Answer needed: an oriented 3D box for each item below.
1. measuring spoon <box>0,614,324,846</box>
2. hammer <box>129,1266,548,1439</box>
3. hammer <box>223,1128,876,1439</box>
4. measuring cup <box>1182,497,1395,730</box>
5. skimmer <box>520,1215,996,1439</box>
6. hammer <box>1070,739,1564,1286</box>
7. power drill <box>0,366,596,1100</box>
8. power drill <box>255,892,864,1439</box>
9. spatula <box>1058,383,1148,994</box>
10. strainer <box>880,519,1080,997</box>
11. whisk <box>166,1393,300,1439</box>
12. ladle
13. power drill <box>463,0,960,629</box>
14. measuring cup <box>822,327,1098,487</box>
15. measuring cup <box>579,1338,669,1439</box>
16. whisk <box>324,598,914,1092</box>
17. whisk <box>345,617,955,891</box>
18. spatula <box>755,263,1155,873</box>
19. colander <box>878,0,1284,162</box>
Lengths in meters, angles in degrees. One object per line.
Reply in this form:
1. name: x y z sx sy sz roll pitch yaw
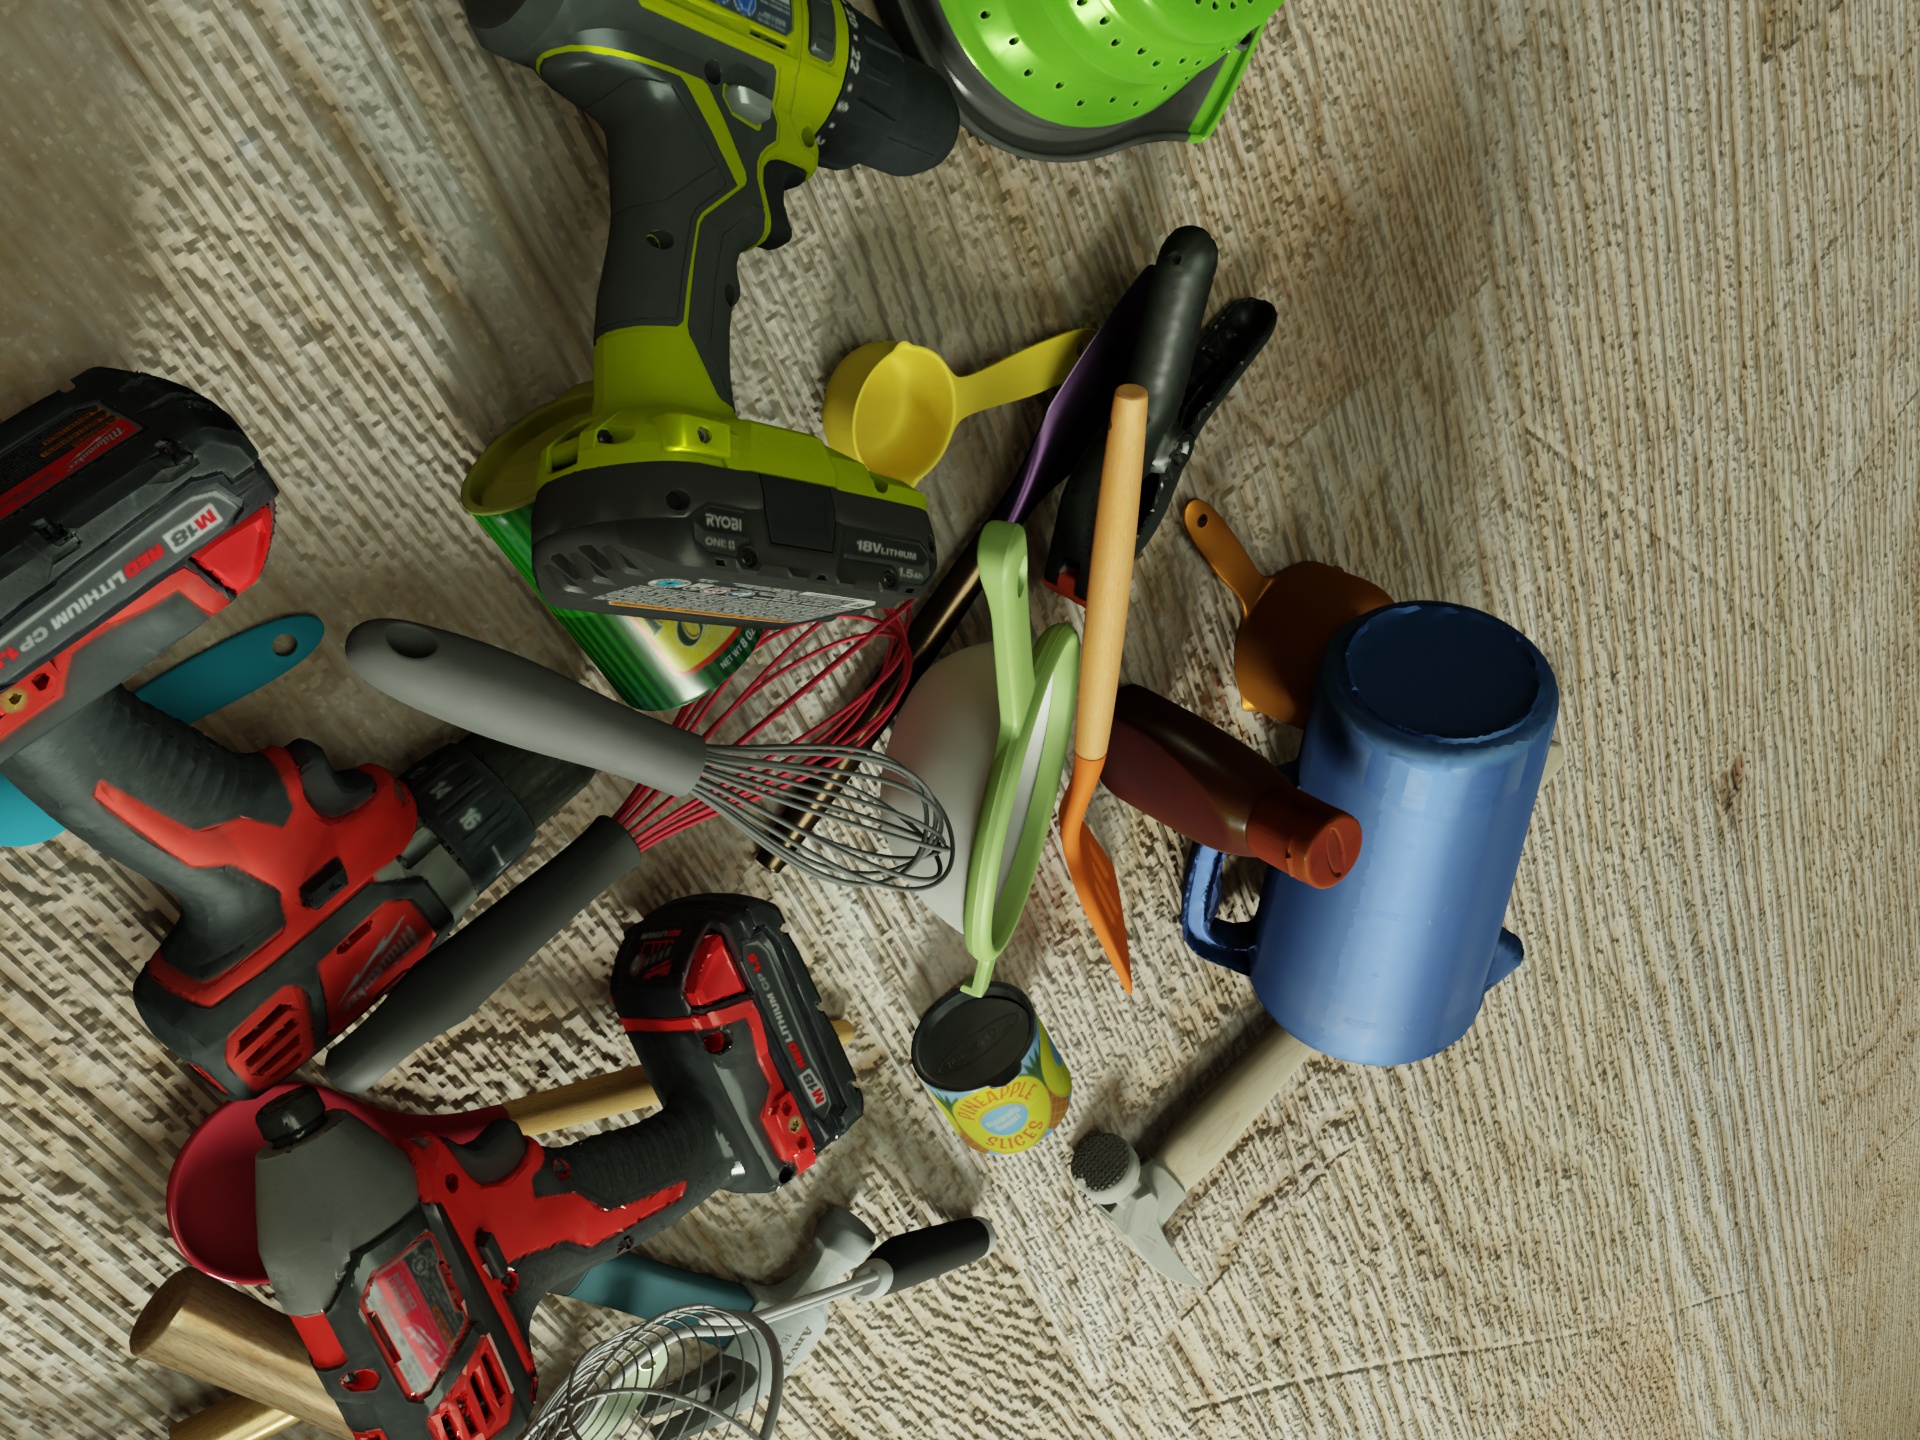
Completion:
1. measuring spoon: -0.270 0.001 0.529 0.128 0.021 0.042 -34 126 -22
2. hammer: -0.187 0.311 0.660 0.331 0.031 0.130 41 88 -30
3. hammer: -0.178 0.233 0.694 0.330 0.033 0.128 38 84 -41
4. measuring cup: 0.171 -0.056 0.816 0.095 0.052 0.173 -54 133 -5
5. skimmer: -0.059 0.284 0.695 0.127 0.090 0.363 -32 160 19
6. hammer: 0.237 0.164 0.976 0.410 0.038 0.146 -45 131 -13
7. power drill: -0.220 -0.001 0.519 0.188 0.080 0.226 -44 140 -25
8. power drill: -0.150 0.158 0.597 0.219 0.078 0.143 -33 104 -43
9. spatula: 0.069 -0.005 0.709 0.041 0.081 0.322 0 132 -3
10. strainer: -0.001 -0.002 0.651 0.256 0.069 0.152 83 23 -59
11. whisk: -0.321 0.297 0.608 0.245 0.047 0.051 -21 136 -33
12. ladle: -0.164 0.158 0.652 0.315 0.031 0.069 -5 87 -45
13. power drill: -0.068 -0.151 0.538 0.190 0.080 0.228 3 81 -47
14. measuring cup: 0.003 -0.145 0.677 0.156 0.029 0.062 -29 128 -39
15. measuring cup: -0.168 0.343 0.712 0.083 0.038 0.167 19 116 -29
16. whisk: -0.114 0.033 0.599 0.296 0.073 0.073 -43 131 -33
17. whisk: -0.094 0.012 0.546 0.238 0.055 0.055 23 95 -36
18. spatula: 0.005 -0.065 0.710 0.316 0.018 0.059 -55 151 -3
19. colander: 0.011 -0.335 0.546 0.396 0.095 0.204 18 98 -41
